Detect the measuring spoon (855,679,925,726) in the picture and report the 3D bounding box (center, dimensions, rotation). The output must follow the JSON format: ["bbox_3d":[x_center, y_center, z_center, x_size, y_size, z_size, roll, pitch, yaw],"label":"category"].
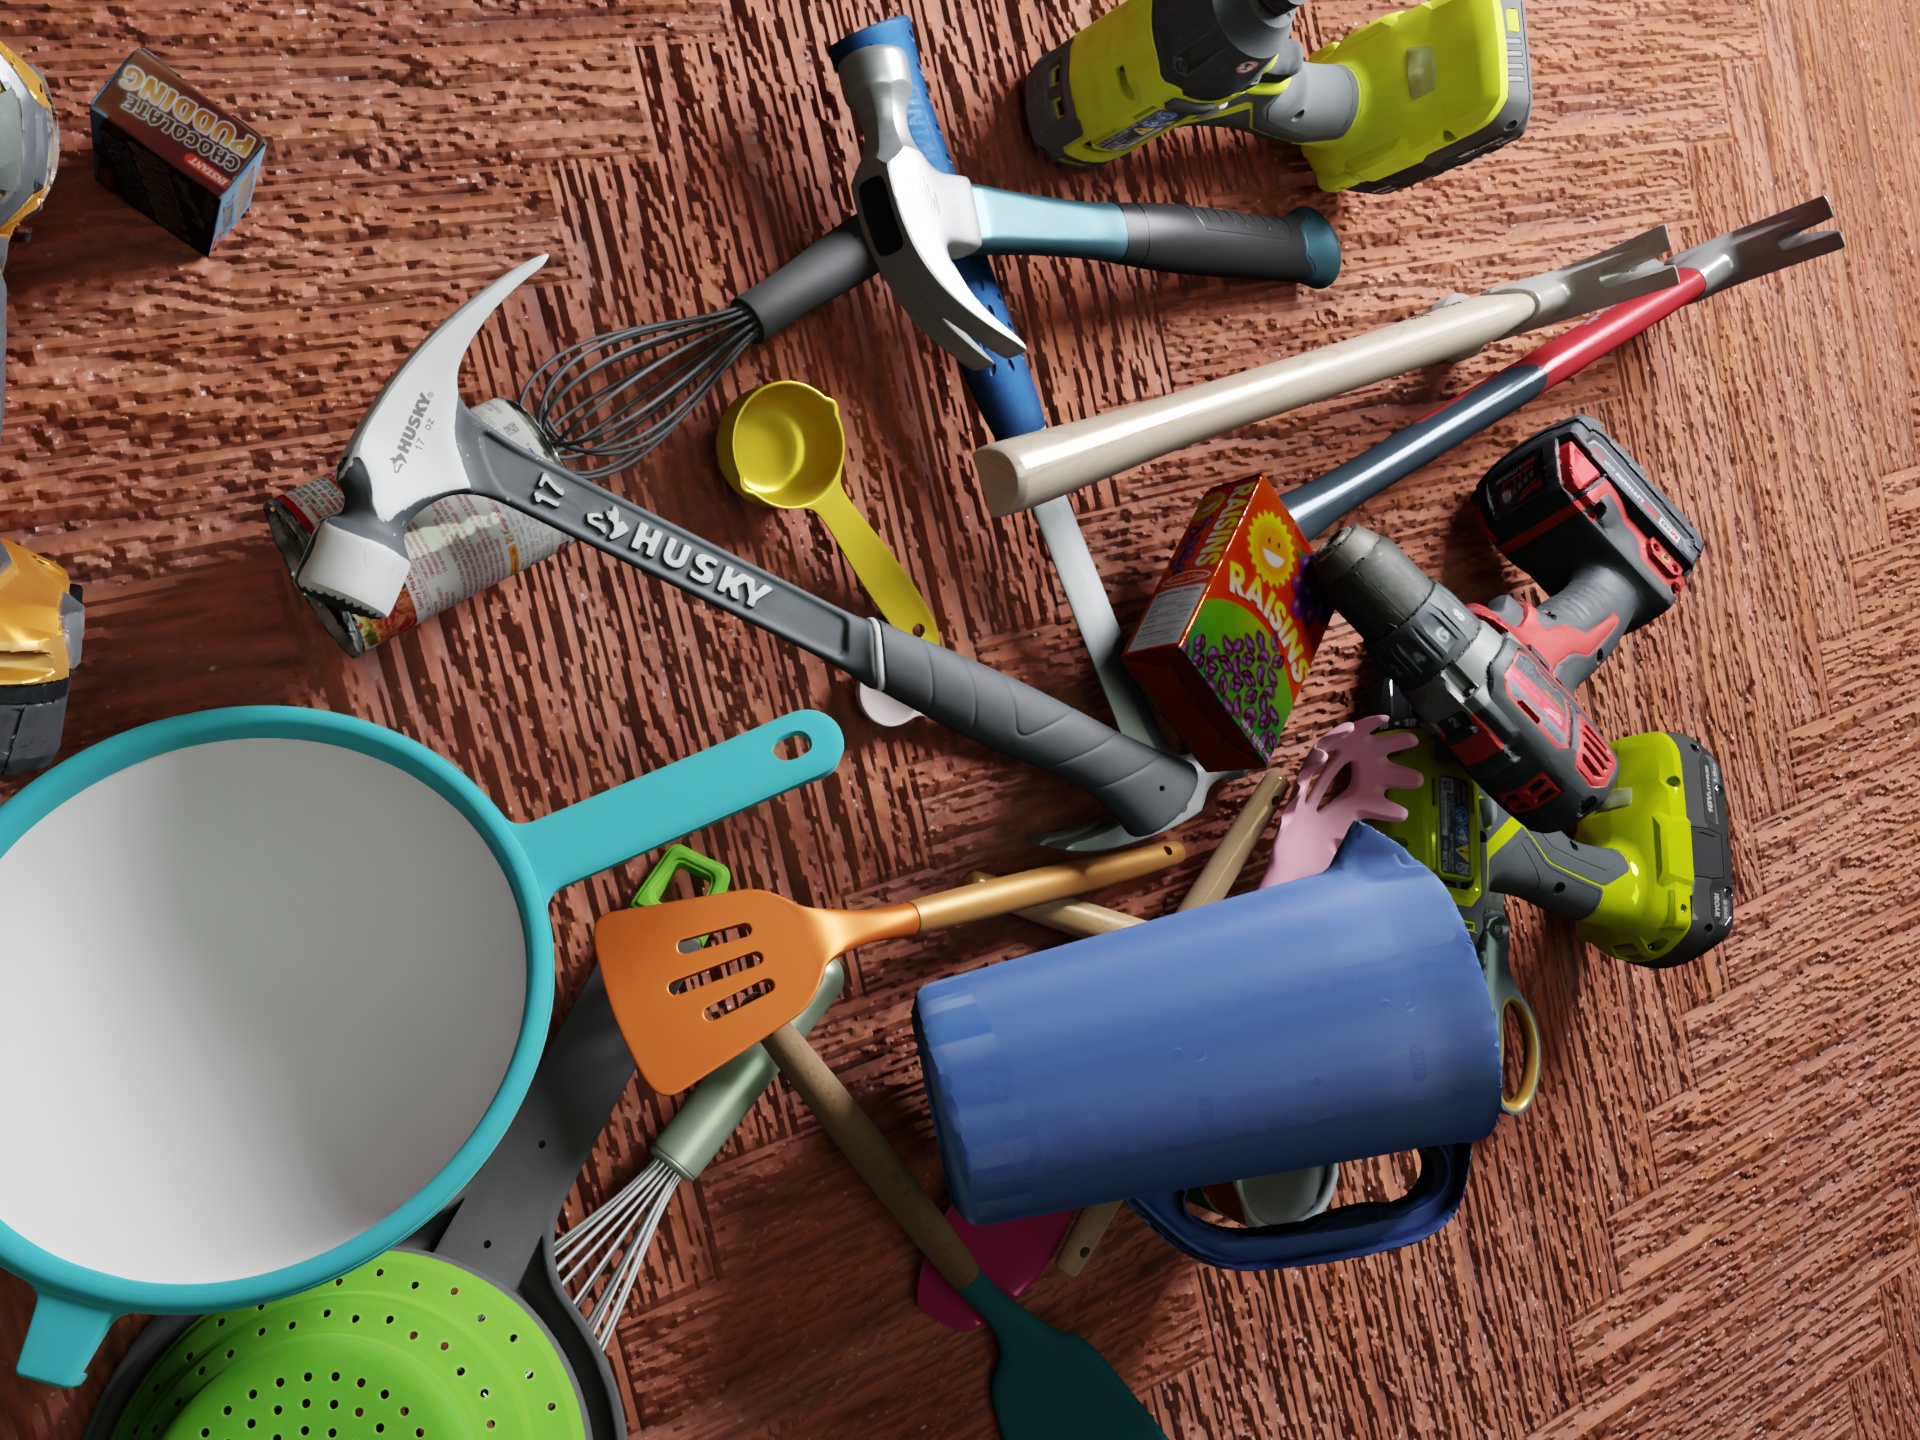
[{"bbox_3d":[-0.001,-0.002,0.777,0.124,0.018,0.034,19,81,-34],"label":"measuring spoon"}]

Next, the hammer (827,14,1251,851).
[{"bbox_3d":[0.030,-0.123,0.758,0.144,0.035,0.405,-32,109,-27],"label":"hammer"}]

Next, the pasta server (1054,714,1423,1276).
[{"bbox_3d":[0.133,0.136,0.793,0.060,0.040,0.316,33,83,-21],"label":"pasta server"}]

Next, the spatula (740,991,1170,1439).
[{"bbox_3d":[-0.009,0.246,0.732,0.082,0.044,0.317,-29,112,12],"label":"spatula"}]

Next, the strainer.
[{"bbox_3d":[-0.200,0.084,0.600,0.340,0.095,0.211,-24,71,-22],"label":"strainer"}]

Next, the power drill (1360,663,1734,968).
[{"bbox_3d":[0.323,0.046,0.904,0.228,0.080,0.191,11,72,-23],"label":"power drill"}]

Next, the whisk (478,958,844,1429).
[{"bbox_3d":[-0.130,0.199,0.689,0.246,0.058,0.059,-51,146,-22],"label":"whisk"}]

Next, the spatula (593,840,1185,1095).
[{"bbox_3d":[-0.010,0.090,0.732,0.322,0.041,0.081,-8,63,-42],"label":"spatula"}]

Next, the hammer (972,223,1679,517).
[{"bbox_3d":[0.179,-0.171,0.775,0.410,0.146,0.038,-23,99,-32],"label":"hammer"}]

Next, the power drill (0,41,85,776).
[{"bbox_3d":[-0.337,-0.114,0.529,0.084,0.185,0.226,2,108,-28],"label":"power drill"}]

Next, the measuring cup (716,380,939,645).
[{"bbox_3d":[-0.059,-0.089,0.744,0.062,0.029,0.156,-47,122,-20],"label":"measuring cup"}]

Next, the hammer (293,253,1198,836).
[{"bbox_3d":[-0.052,-0.041,0.671,0.408,0.036,0.149,25,79,-31],"label":"hammer"}]

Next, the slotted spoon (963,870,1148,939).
[{"bbox_3d":[0.138,0.127,0.840,0.313,0.031,0.070,20,80,-25],"label":"slotted spoon"}]

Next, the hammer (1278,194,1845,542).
[{"bbox_3d":[0.318,-0.189,0.887,0.386,0.143,0.038,-31,100,-21],"label":"hammer"}]

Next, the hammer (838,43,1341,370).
[{"bbox_3d":[0.081,-0.234,0.761,0.331,0.033,0.128,-12,92,-44],"label":"hammer"}]

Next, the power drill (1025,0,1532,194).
[{"bbox_3d":[0.168,-0.318,0.782,0.223,0.171,0.080,-8,93,-31],"label":"power drill"}]

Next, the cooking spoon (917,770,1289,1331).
[{"bbox_3d":[0.077,0.160,0.794,0.068,0.017,0.319,38,80,-27],"label":"cooking spoon"}]

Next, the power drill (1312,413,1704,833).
[{"bbox_3d":[0.291,-0.071,0.847,0.188,0.080,0.227,45,52,-5],"label":"power drill"}]

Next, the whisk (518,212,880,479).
[{"bbox_3d":[-0.096,-0.182,0.710,0.239,0.055,0.055,-41,108,-27],"label":"whisk"}]

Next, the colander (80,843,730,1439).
[{"bbox_3d":[-0.189,0.210,0.594,0.204,0.094,0.397,25,66,2],"label":"colander"}]
